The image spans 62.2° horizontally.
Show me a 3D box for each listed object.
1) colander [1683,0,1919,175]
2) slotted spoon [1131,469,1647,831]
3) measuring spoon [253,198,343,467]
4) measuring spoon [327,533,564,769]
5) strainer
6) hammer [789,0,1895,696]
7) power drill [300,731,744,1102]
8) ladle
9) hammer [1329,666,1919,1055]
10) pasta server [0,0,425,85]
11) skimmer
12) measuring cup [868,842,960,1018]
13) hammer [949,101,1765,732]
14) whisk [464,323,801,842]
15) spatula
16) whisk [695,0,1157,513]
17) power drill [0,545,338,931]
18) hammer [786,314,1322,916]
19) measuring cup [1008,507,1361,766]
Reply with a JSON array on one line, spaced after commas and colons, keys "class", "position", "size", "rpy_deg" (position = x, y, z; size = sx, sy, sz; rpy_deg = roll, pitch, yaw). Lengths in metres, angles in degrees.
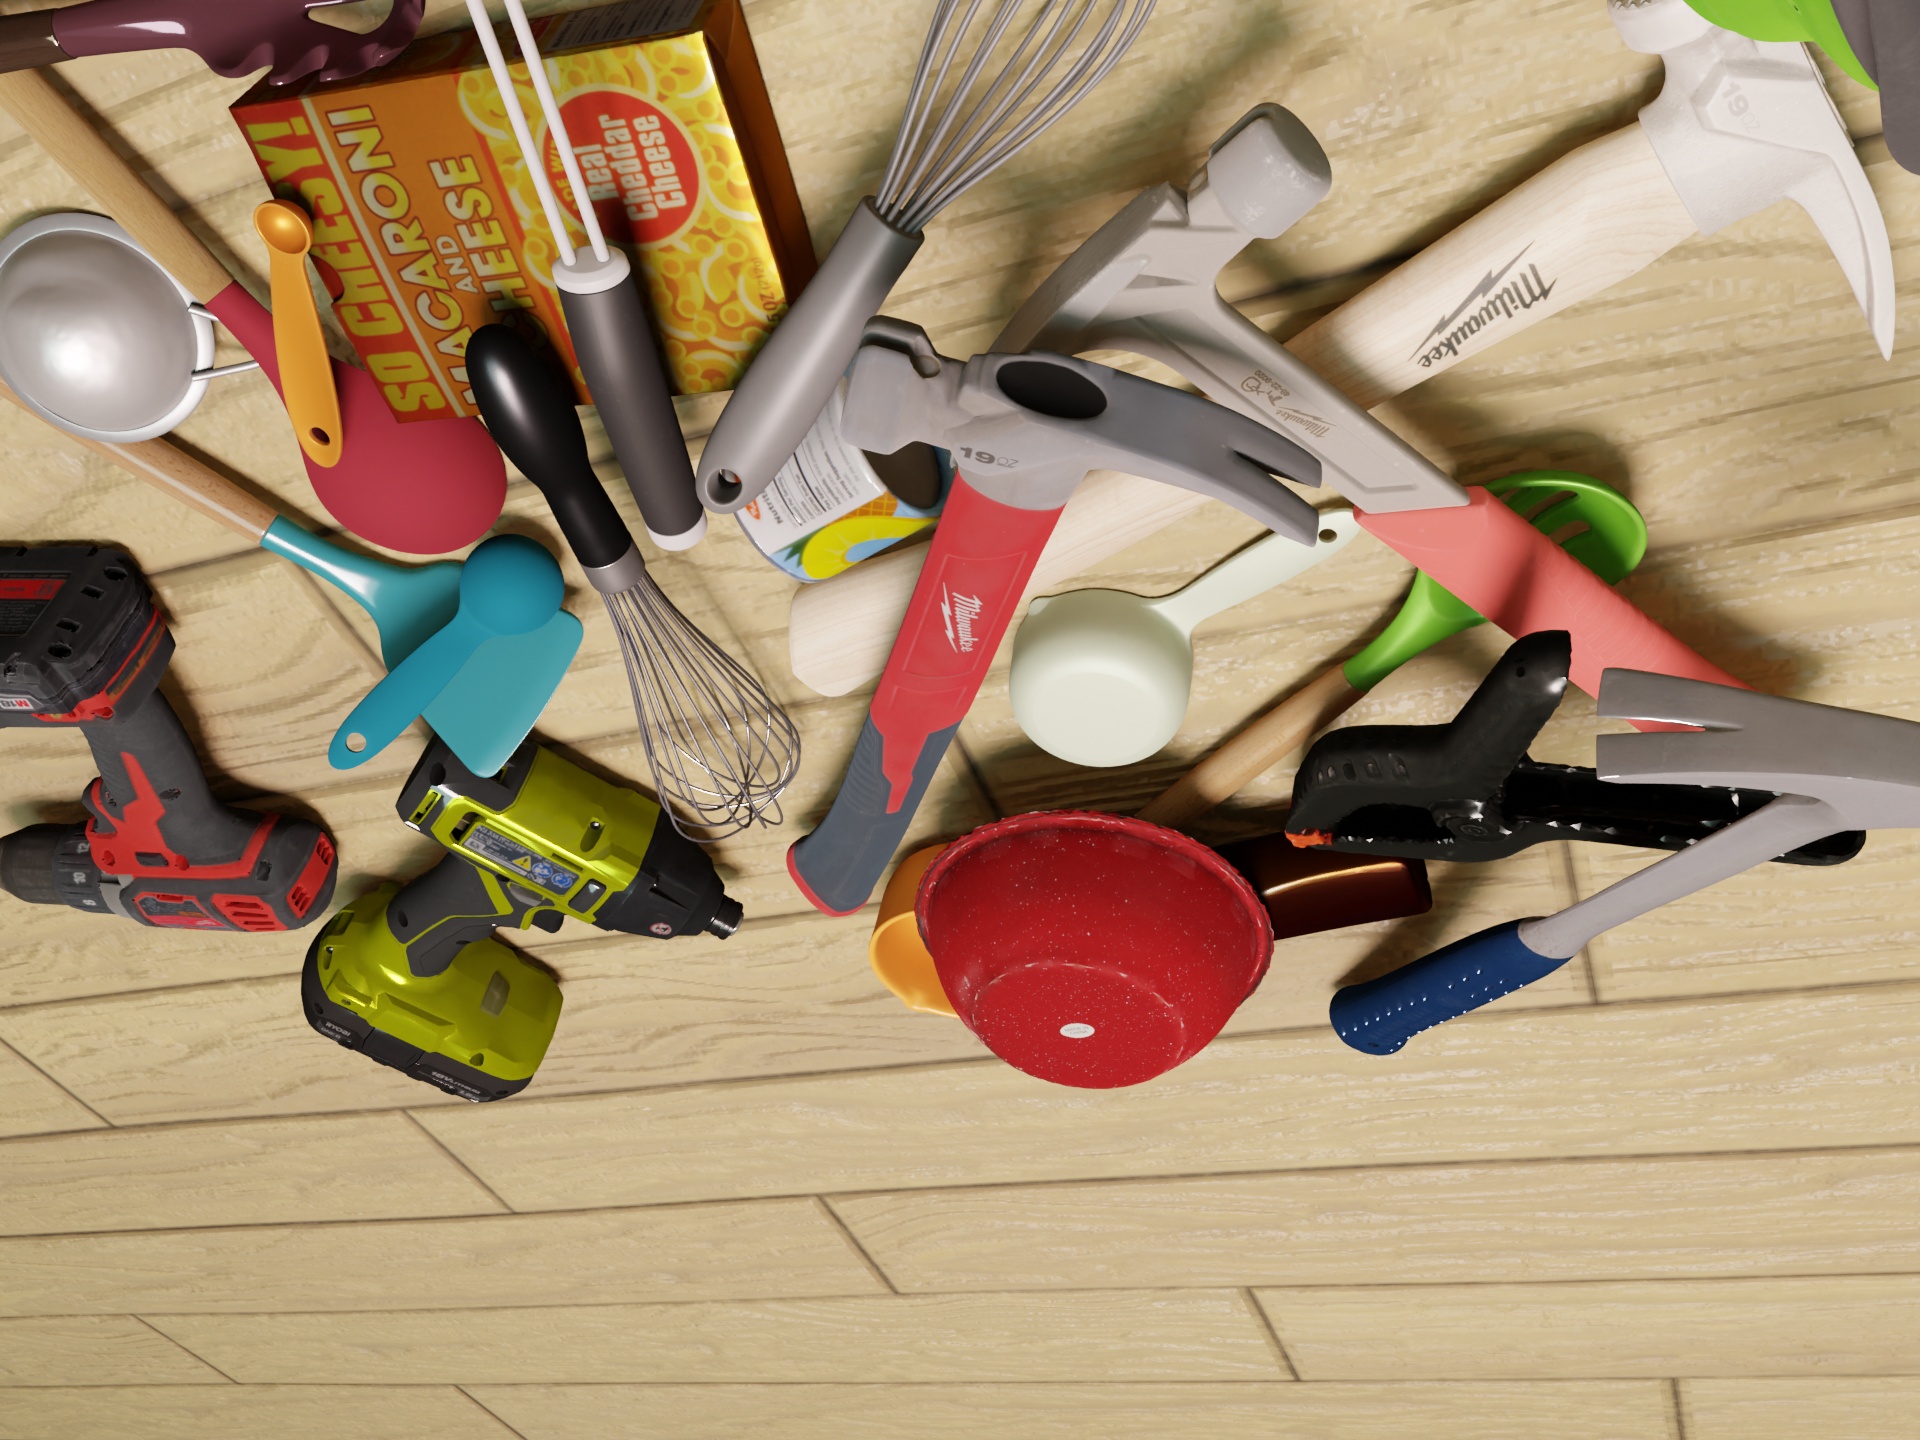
[{"class": "colander", "position": [0.242, -0.188, 0.394], "size": [0.095, 0.204, 0.396], "rpy_deg": [17, 168, 47]}, {"class": "slotted spoon", "position": [0.143, -0.006, 0.653], "size": [0.070, 0.031, 0.313], "rpy_deg": [28, 136, -19]}, {"class": "measuring spoon", "position": [-0.229, -0.134, 0.558], "size": [0.021, 0.011, 0.116], "rpy_deg": [18, 141, 1]}, {"class": "measuring spoon", "position": [-0.215, -0.024, 0.652], "size": [0.128, 0.021, 0.042], "rpy_deg": [-45, 103, 3]}, {"class": "strainer", "position": [-0.394, -0.154, 0.595], "size": [0.258, 0.050, 0.086], "rpy_deg": [9, 114, 1]}, {"class": "hammer", "position": [0.099, -0.094, 0.566], "size": [0.410, 0.038, 0.146], "rpy_deg": [-26, 126, 34]}, {"class": "power drill", "position": [-0.228, 0.105, 0.813], "size": [0.171, 0.080, 0.223], "rpy_deg": [32, 130, -19]}, {"class": "ladle", "position": [-0.284, -0.175, 0.569], "size": [0.069, 0.031, 0.315], "rpy_deg": [-37, 119, 5]}, {"class": "hammer", "position": [0.224, 0.078, 0.606], "size": [0.144, 0.035, 0.405], "rpy_deg": [15, 158, -3]}, {"class": "pasta server", "position": [-0.313, -0.215, 0.504], "size": [0.316, 0.040, 0.060], "rpy_deg": [-5, 105, 8]}, {"class": "skimmer", "position": [-0.115, -0.196, 0.452], "size": [0.127, 0.090, 0.362], "rpy_deg": [0, 146, 6]}, {"class": "measuring cup", "position": [0.039, 0.117, 0.784], "size": [0.173, 0.052, 0.095], "rpy_deg": [26, 135, -17]}, {"class": "hammer", "position": [0.174, -0.050, 0.544], "size": [0.358, 0.037, 0.149], "rpy_deg": [30, 137, -24]}, {"class": "whisk", "position": [-0.126, -0.040, 0.629], "size": [0.070, 0.070, 0.284], "rpy_deg": [-2, 142, 14]}, {"class": "spatula", "position": [-0.308, -0.092, 0.650], "size": [0.317, 0.044, 0.082], "rpy_deg": [32, 100, -17]}, {"class": "whisk", "position": [-0.019, -0.153, 0.494], "size": [0.055, 0.055, 0.239], "rpy_deg": [30, 121, -18]}, {"class": "power drill", "position": [-0.433, 0.024, 0.777], "size": [0.188, 0.080, 0.226], "rpy_deg": [1, 138, 12]}, {"class": "hammer", "position": [-0.001, -0.002, 0.613], "size": [0.143, 0.038, 0.386], "rpy_deg": [15, 151, -6]}, {"class": "measuring cup", "position": [0.088, -0.032, 0.627], "size": [0.083, 0.038, 0.167], "rpy_deg": [38, 133, -25]}]
